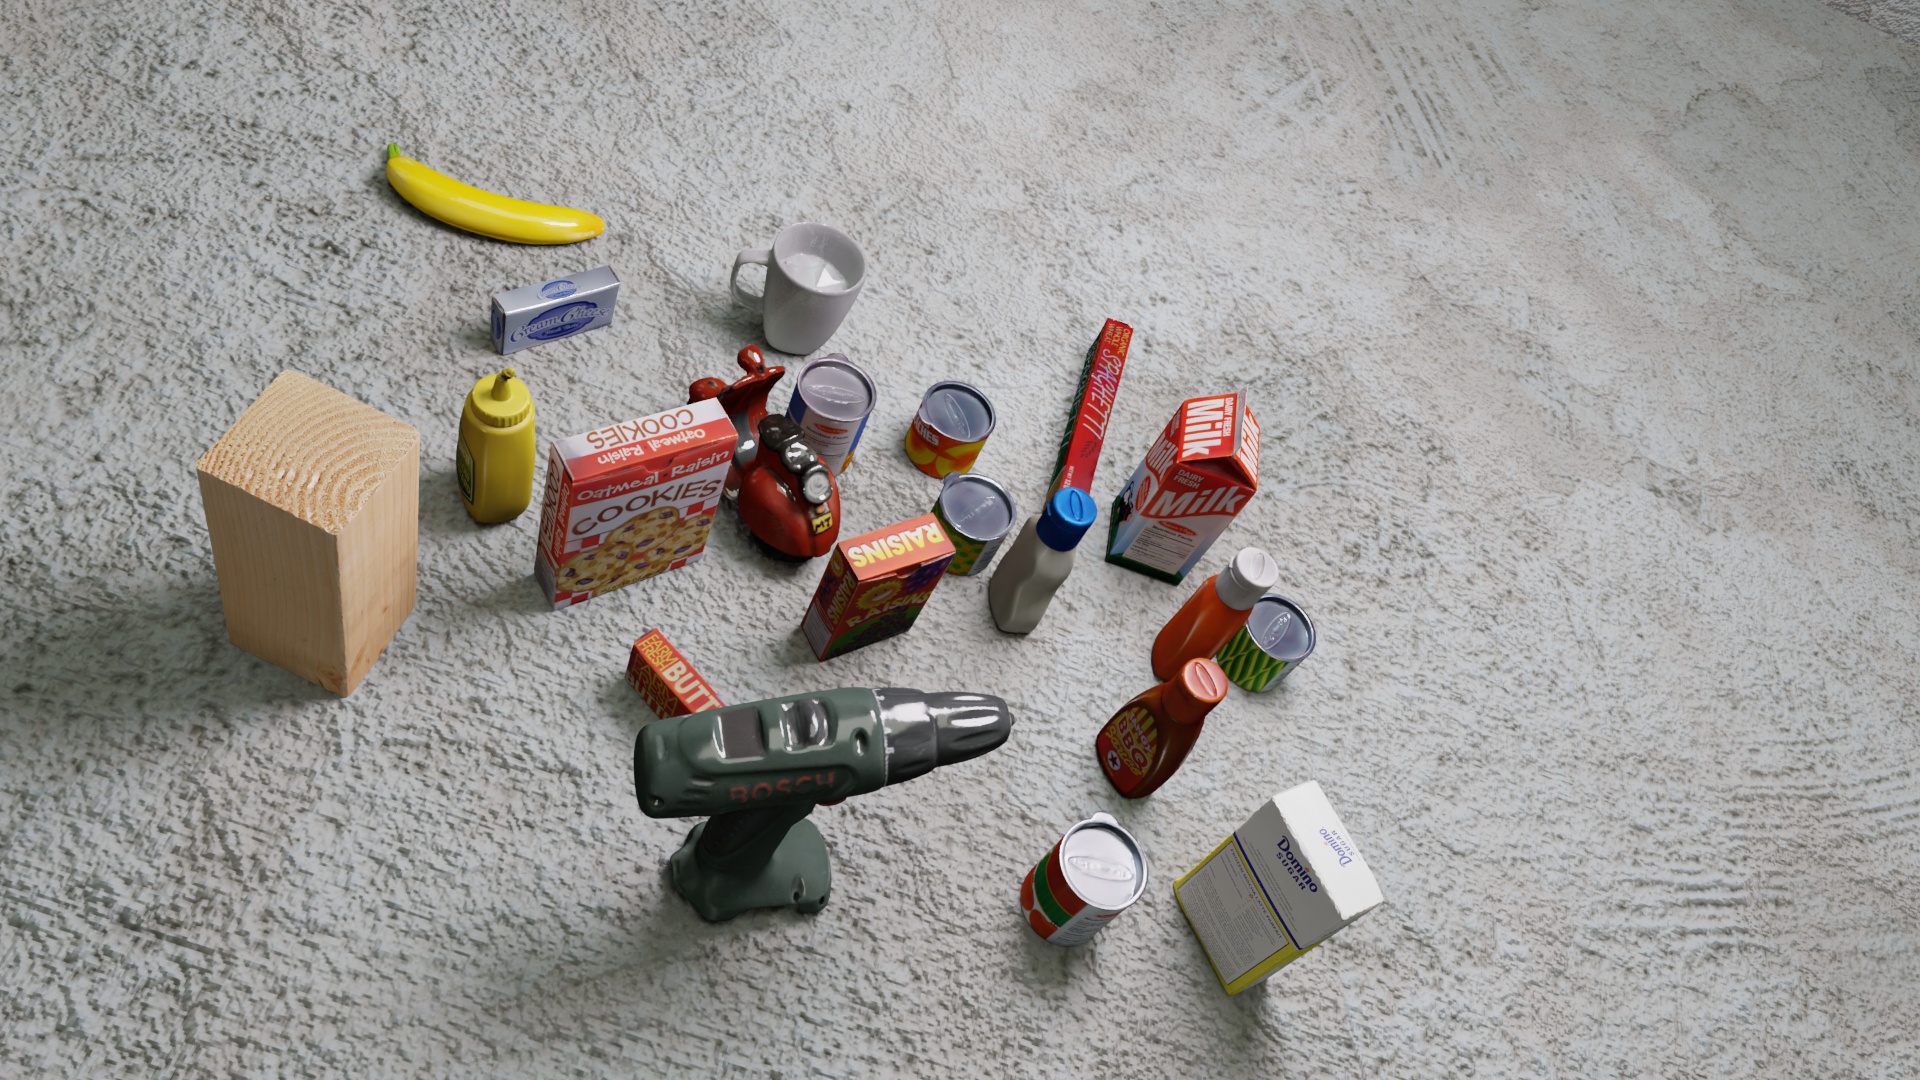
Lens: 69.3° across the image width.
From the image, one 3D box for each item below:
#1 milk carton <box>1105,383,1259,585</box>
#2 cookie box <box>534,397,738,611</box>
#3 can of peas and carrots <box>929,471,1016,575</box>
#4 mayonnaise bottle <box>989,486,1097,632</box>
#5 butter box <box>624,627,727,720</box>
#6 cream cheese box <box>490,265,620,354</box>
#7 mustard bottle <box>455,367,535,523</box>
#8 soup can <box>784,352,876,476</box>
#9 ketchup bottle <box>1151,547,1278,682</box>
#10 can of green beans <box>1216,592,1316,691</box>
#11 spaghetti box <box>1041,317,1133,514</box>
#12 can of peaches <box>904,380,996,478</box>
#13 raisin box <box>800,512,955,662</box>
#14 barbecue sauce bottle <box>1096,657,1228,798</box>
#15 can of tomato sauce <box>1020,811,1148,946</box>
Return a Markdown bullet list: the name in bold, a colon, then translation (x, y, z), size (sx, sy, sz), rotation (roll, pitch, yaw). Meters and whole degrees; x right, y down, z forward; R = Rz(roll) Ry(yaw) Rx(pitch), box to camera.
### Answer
- **milk carton**: translation (0.194, -0.049, 1.167), size (0.073, 0.189, 0.073), rotation (19, 52, -8)
- **cookie box**: translation (-0.234, -0.024, 0.995), size (0.123, 0.166, 0.040), rotation (-21, 67, -32)
- **can of peas and carrots**: translation (0.004, -0.014, 1.152), size (0.071, 0.058, 0.071), rotation (11, 54, -15)
- **mayonnaise bottle**: translation (0.064, 0.014, 1.100), size (0.041, 0.147, 0.065), rotation (6, 55, -18)
- **butter box**: translation (-0.196, 0.115, 0.987), size (0.103, 0.052, 0.024), rotation (46, 53, 12)
- **cream cheese box**: translation (-0.334, -0.190, 1.144), size (0.104, 0.053, 0.024), rotation (-24, 68, -33)
- **mustard bottle**: translation (-0.333, -0.075, 0.997), size (0.049, 0.159, 0.065), rotation (-14, 63, -29)
- **soup can**: translation (-0.112, -0.102, 1.152), size (0.071, 0.083, 0.072), rotation (11, 54, -15)
- **ketchup bottle**: translation (0.205, 0.059, 1.123), size (0.043, 0.148, 0.065), rotation (25, 52, -4)
- **can of green beans**: translation (0.259, 0.087, 1.183), size (0.071, 0.057, 0.071), rotation (11, 54, -15)
- **spaghetti box**: translation (0.116, -0.105, 1.265), size (0.029, 0.050, 0.251), rotation (23, 52, -6)
- **can of peaches**: translation (-0.012, -0.095, 1.203), size (0.071, 0.057, 0.071), rotation (11, 54, -15)
- **raisin box**: translation (-0.064, 0.037, 1.049), size (0.086, 0.122, 0.040), rotation (-17, 65, -30)
- **barbecue sauce bottle**: translation (0.153, 0.138, 1.047), size (0.044, 0.147, 0.065), rotation (-12, 62, -28)
- **can of tomato sauce**: translation (0.086, 0.243, 0.990), size (0.071, 0.082, 0.071), rotation (11, 54, -15)
